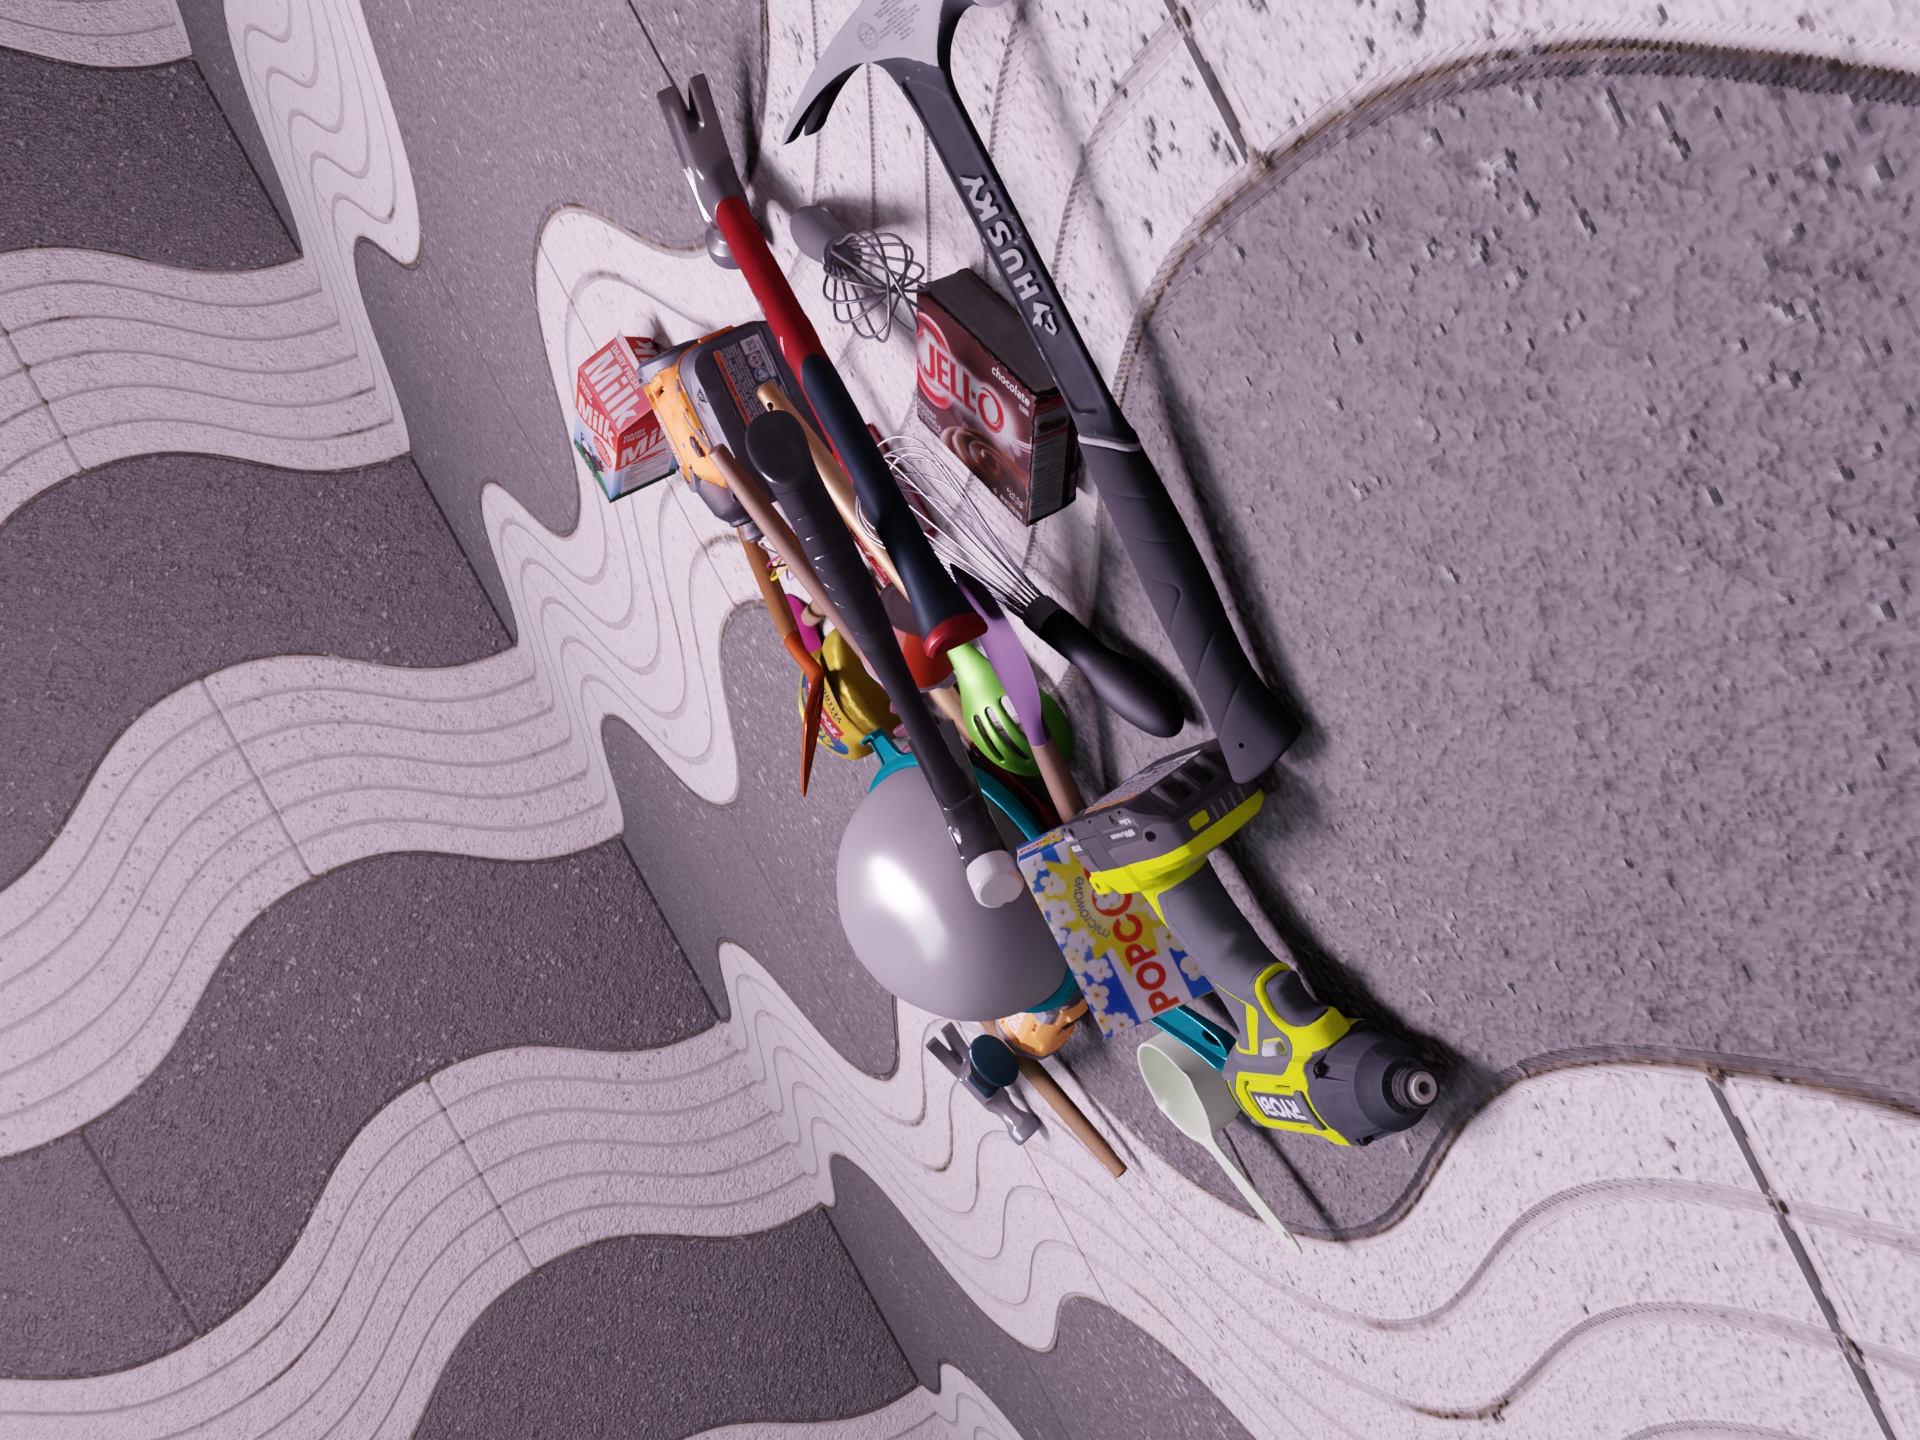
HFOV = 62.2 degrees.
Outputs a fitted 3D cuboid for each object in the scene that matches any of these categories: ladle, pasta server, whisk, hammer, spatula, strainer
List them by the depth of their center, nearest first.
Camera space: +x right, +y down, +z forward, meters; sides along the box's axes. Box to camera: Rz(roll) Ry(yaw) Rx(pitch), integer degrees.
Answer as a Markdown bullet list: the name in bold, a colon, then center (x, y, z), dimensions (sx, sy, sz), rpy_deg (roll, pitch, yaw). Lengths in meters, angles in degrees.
- **hammer**: center (0.056, -0.147, 0.748), dimensions (0.149, 0.036, 0.408), rpy_deg (-16, 109, 41)
- **whisk**: center (-0.063, -0.254, 0.876), dimensions (0.239, 0.055, 0.055), rpy_deg (-122, 13, -59)
- **hammer**: center (-0.083, -0.203, 0.924), dimensions (0.143, 0.038, 0.387), rpy_deg (75, 168, -64)
- **hammer**: center (-0.045, -0.041, 0.931), dimensions (0.146, 0.035, 0.334), rpy_deg (-115, -1, -49)
- **whisk**: center (0.027, -0.079, 0.936), dimensions (0.285, 0.070, 0.070), rpy_deg (43, 154, 30)
- **spatula**: center (0.058, 0.029, 0.980), dimensions (0.060, 0.018, 0.315), rpy_deg (39, 161, 47)
- **strainer**: center (0.026, 0.159, 1.071), dimensions (0.341, 0.095, 0.210), rpy_deg (29, 135, 35)
- **pasta server**: center (-0.085, -0.062, 1.123), dimensions (0.316, 0.040, 0.060), rpy_deg (54, 172, -27)
- **ladle**: center (-0.002, -0.004, 1.143), dimensions (0.316, 0.031, 0.069), rpy_deg (54, 162, 23)
- **whisk**: center (-0.112, -0.128, 1.168), dimensions (0.051, 0.047, 0.245), rpy_deg (61, 169, -9)
- **spatula**: center (-0.149, -0.079, 1.262), dimensions (0.081, 0.041, 0.323), rpy_deg (97, 155, -44)
- **ladle**: center (0.040, 0.257, 1.369), dimensions (0.320, 0.062, 0.078), rpy_deg (47, 171, 22)
- **hammer**: center (0.024, 0.305, 1.371), dimensions (0.128, 0.033, 0.330), rpy_deg (45, 168, 12)

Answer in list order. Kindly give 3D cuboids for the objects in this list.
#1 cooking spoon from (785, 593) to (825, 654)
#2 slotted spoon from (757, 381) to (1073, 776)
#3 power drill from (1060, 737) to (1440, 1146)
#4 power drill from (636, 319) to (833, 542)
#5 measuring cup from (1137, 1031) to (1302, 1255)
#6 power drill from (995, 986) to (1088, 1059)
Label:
- **cooking spoon**: center (-0.119, -0.088, 1.300), dimensions (0.069, 0.017, 0.319), rpy_deg (62, 164, -2)
- **slotted spoon**: center (-0.035, -0.090, 1.028), dimensions (0.070, 0.031, 0.314), rpy_deg (-37, 89, 37)
- **power drill**: center (0.161, 0.126, 0.865), dimensions (0.223, 0.080, 0.171), rpy_deg (57, 161, -1)
- **power drill**: center (-0.166, -0.209, 1.187), dimensions (0.164, 0.084, 0.227), rpy_deg (66, 163, -15)
- **measuring cup**: center (0.184, 0.276, 1.061), dimensions (0.168, 0.038, 0.083), rpy_deg (52, 158, 17)
- **power drill**: center (0.018, 0.138, 1.213), dimensions (0.226, 0.084, 0.185), rpy_deg (49, 154, 19)
